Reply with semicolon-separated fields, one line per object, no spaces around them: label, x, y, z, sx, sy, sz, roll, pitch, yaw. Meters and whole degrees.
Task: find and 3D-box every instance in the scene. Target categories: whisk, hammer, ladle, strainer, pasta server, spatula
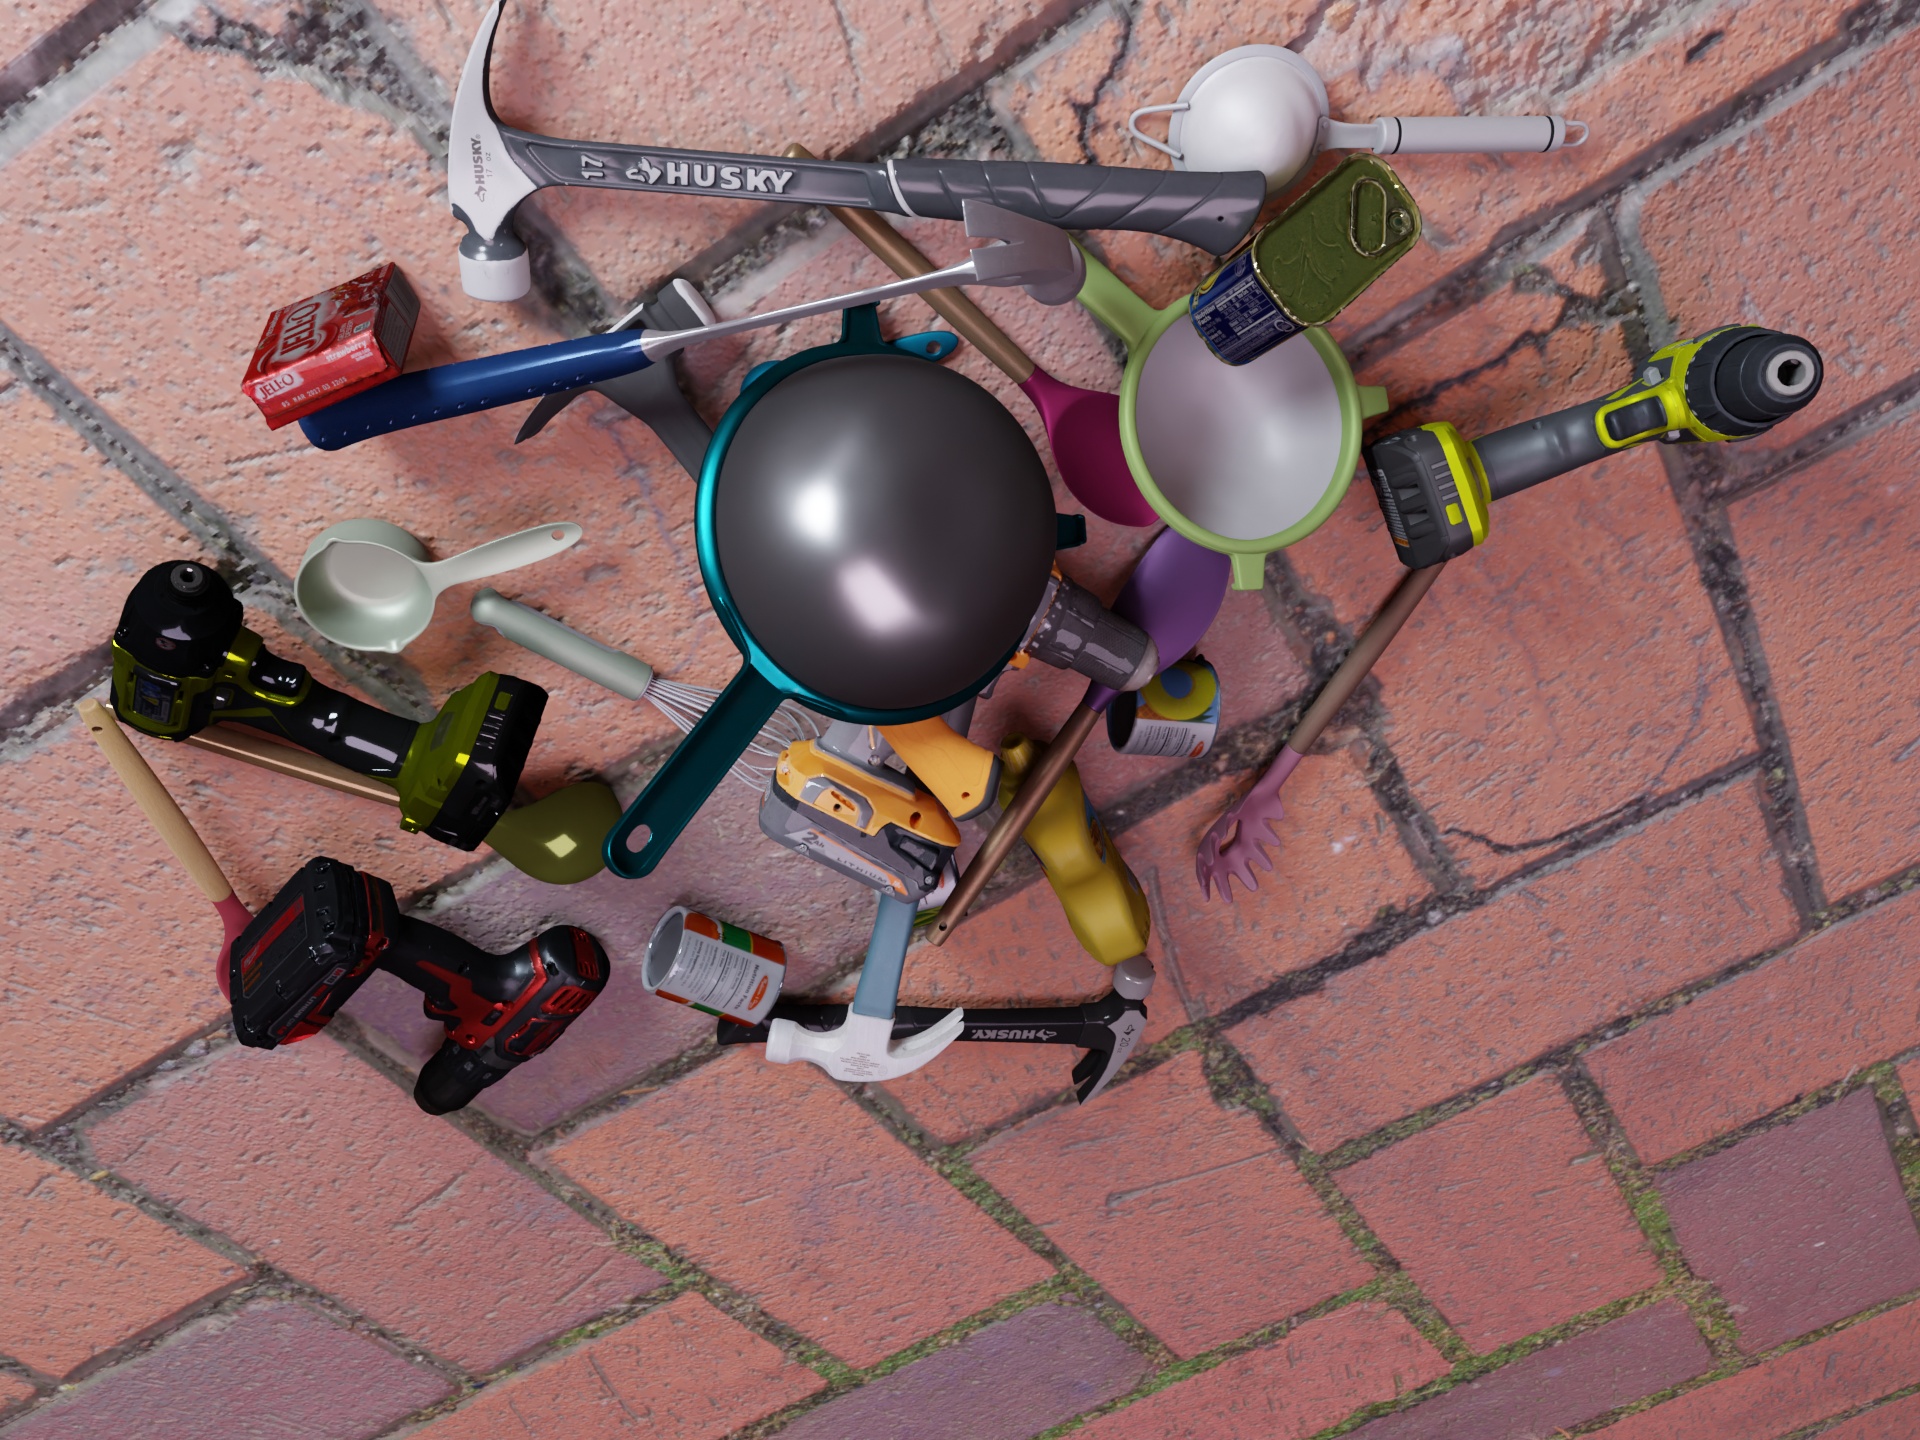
whisk;-0.192;-0.020;0.998;0.246;0.058;0.059;28;84;-26
hammer;-0.035;0.093;1.058;0.128;0.033;0.331;12;107;-6
hammer;-0.021;0.241;1.244;0.334;0.035;0.146;3;127;-13
ladle;-0.371;0.035;1.013;0.320;0.062;0.078;19;120;-16
hammer;-0.096;-0.073;0.891;0.127;0.034;0.336;-36;102;13
ladle;-0.484;0.096;1.014;0.069;0.031;0.315;-13;138;-7
strainer;0.109;-0.199;0.898;0.256;0.069;0.151;39;78;-13
pasta server;0.252;0.004;1.106;0.060;0.040;0.316;9;126;-33
strainer;-0.060;-0.056;0.812;0.210;0.095;0.340;44;67;-20
spatula;0.071;0.014;1.014;0.060;0.018;0.316;34;95;0
hammer;-0.049;-0.274;0.798;0.409;0.036;0.149;2;129;-6
hammer;-0.145;-0.189;0.785;0.405;0.144;0.035;-9;97;14
strainer;0.220;-0.312;0.846;0.258;0.050;0.086;-5;130;-12

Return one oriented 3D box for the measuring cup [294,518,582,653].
measuring cup;-0.299;-0.094;0.919;0.167;0.038;0.083;-17;130;0

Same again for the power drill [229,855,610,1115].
power drill;-0.379;0.194;1.089;0.188;0.080;0.226;-43;138;19

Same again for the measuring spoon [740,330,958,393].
measuring spoon;-0.061;-0.192;0.895;0.128;0.021;0.042;-17;129;2

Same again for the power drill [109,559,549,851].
power drill;-0.360;-0.011;0.903;0.223;0.080;0.171;23;149;-20

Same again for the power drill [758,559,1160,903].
power drill;-0.002;-0.003;0.974;0.185;0.084;0.226;27;100;-11

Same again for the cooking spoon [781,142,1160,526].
cooking spoon;0.020;-0.212;0.898;0.318;0.017;0.069;36;100;-32

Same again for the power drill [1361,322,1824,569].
power drill;0.356;-0.162;0.905;0.228;0.190;0.080;-20;95;11
